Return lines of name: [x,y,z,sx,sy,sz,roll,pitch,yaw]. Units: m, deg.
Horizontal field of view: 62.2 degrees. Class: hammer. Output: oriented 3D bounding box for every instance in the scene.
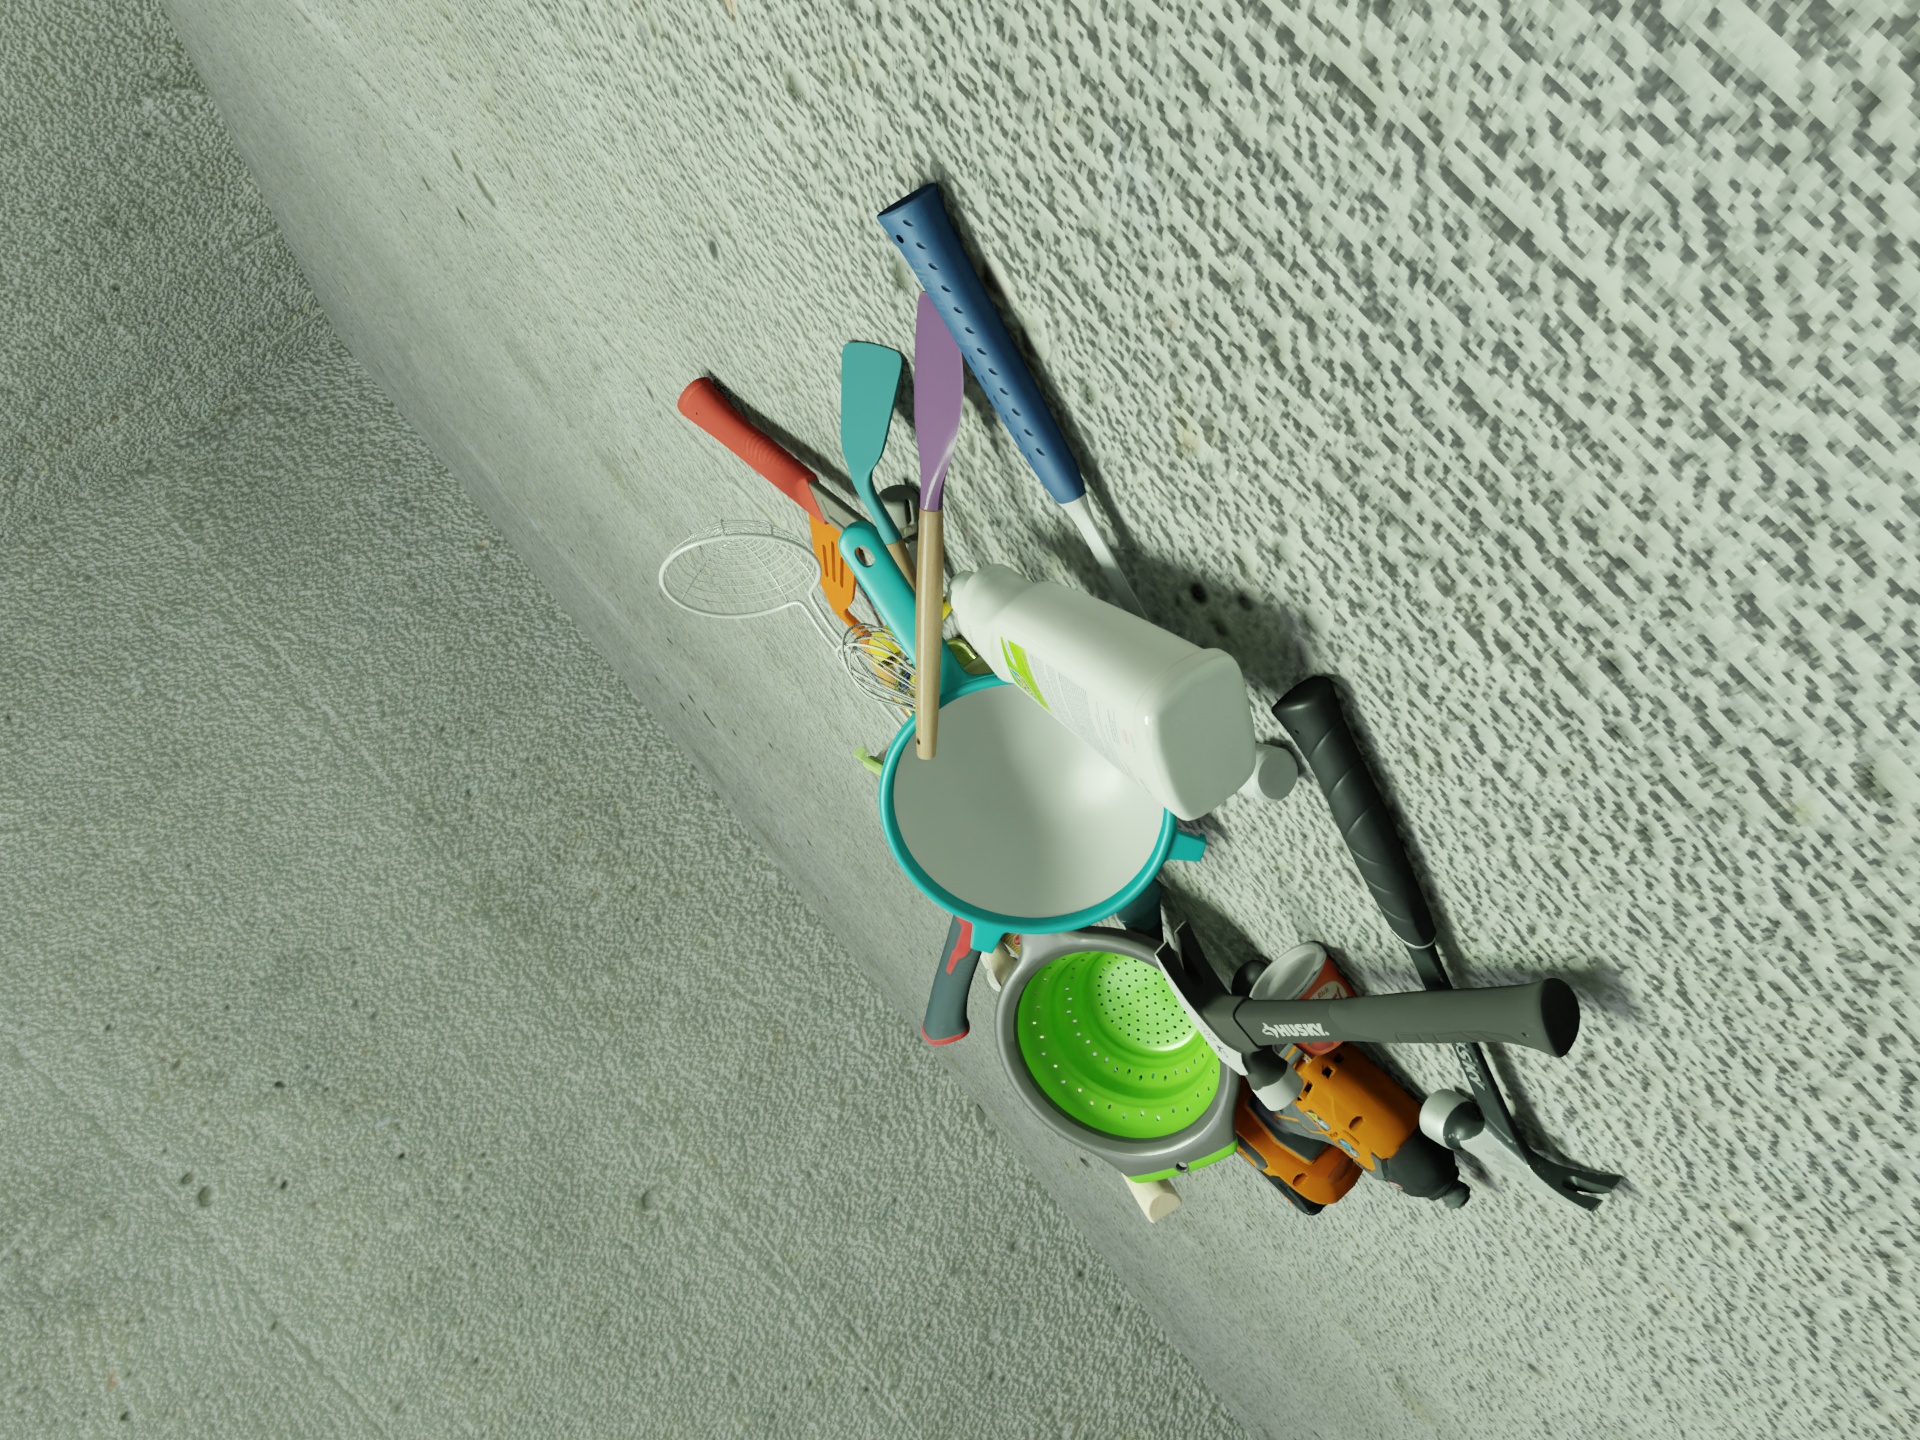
hammer: [0.240,0.177,0.963,0.146,0.035,0.335,51,155,-6]
hammer: [0.088,0.297,1.455,0.146,0.038,0.411,61,174,-34]
hammer: [0.067,-0.123,0.939,0.405,0.035,0.144,58,163,-23]
hammer: [0.172,0.264,1.418,0.033,0.128,0.330,37,150,41]
hammer: [-0.004,0.172,1.411,0.143,0.038,0.386,19,138,4]
hammer: [0.276,0.139,0.943,0.149,0.036,0.408,23,148,58]
hammer: [-0.135,-0.192,1.327,0.359,0.036,0.149,41,147,40]

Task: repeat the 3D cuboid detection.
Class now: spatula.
spatula: [-0.018,-0.112,1.015,0.060,0.018,0.315,42,138,47]
spatula: [-0.031,-0.111,1.135,0.082,0.044,0.317,26,142,53]
spatula: [-0.071,-0.065,1.505,0.081,0.041,0.322,37,163,43]

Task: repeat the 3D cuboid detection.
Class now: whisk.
whisk: [-0.002,-0.004,1.262,0.246,0.059,0.058,33,142,-32]
whisk: [0.228,0.261,1.337,0.070,0.070,0.284,45,158,22]

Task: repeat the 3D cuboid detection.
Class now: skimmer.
skimmer: [-0.091,-0.021,1.298,0.127,0.090,0.363,-29,108,38]

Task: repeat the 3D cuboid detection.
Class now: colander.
colander: [0.095,0.176,1.282,0.204,0.094,0.397,-28,96,31]

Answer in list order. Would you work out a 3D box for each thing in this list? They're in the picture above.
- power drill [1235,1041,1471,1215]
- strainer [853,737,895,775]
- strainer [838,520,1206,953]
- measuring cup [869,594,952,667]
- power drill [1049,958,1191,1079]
power drill: [0.292,0.321,1.229,0.164,0.084,0.226,42,160,9]
strainer: [0.036,0.069,1.440,0.256,0.069,0.151,26,177,18]
strainer: [0.018,-0.007,1.136,0.340,0.211,0.095,57,-160,-18]
measuring cup: [-0.035,-0.085,1.321,0.029,0.062,0.156,65,155,10]
power drill: [0.116,0.230,1.547,0.227,0.080,0.187,42,162,41]
